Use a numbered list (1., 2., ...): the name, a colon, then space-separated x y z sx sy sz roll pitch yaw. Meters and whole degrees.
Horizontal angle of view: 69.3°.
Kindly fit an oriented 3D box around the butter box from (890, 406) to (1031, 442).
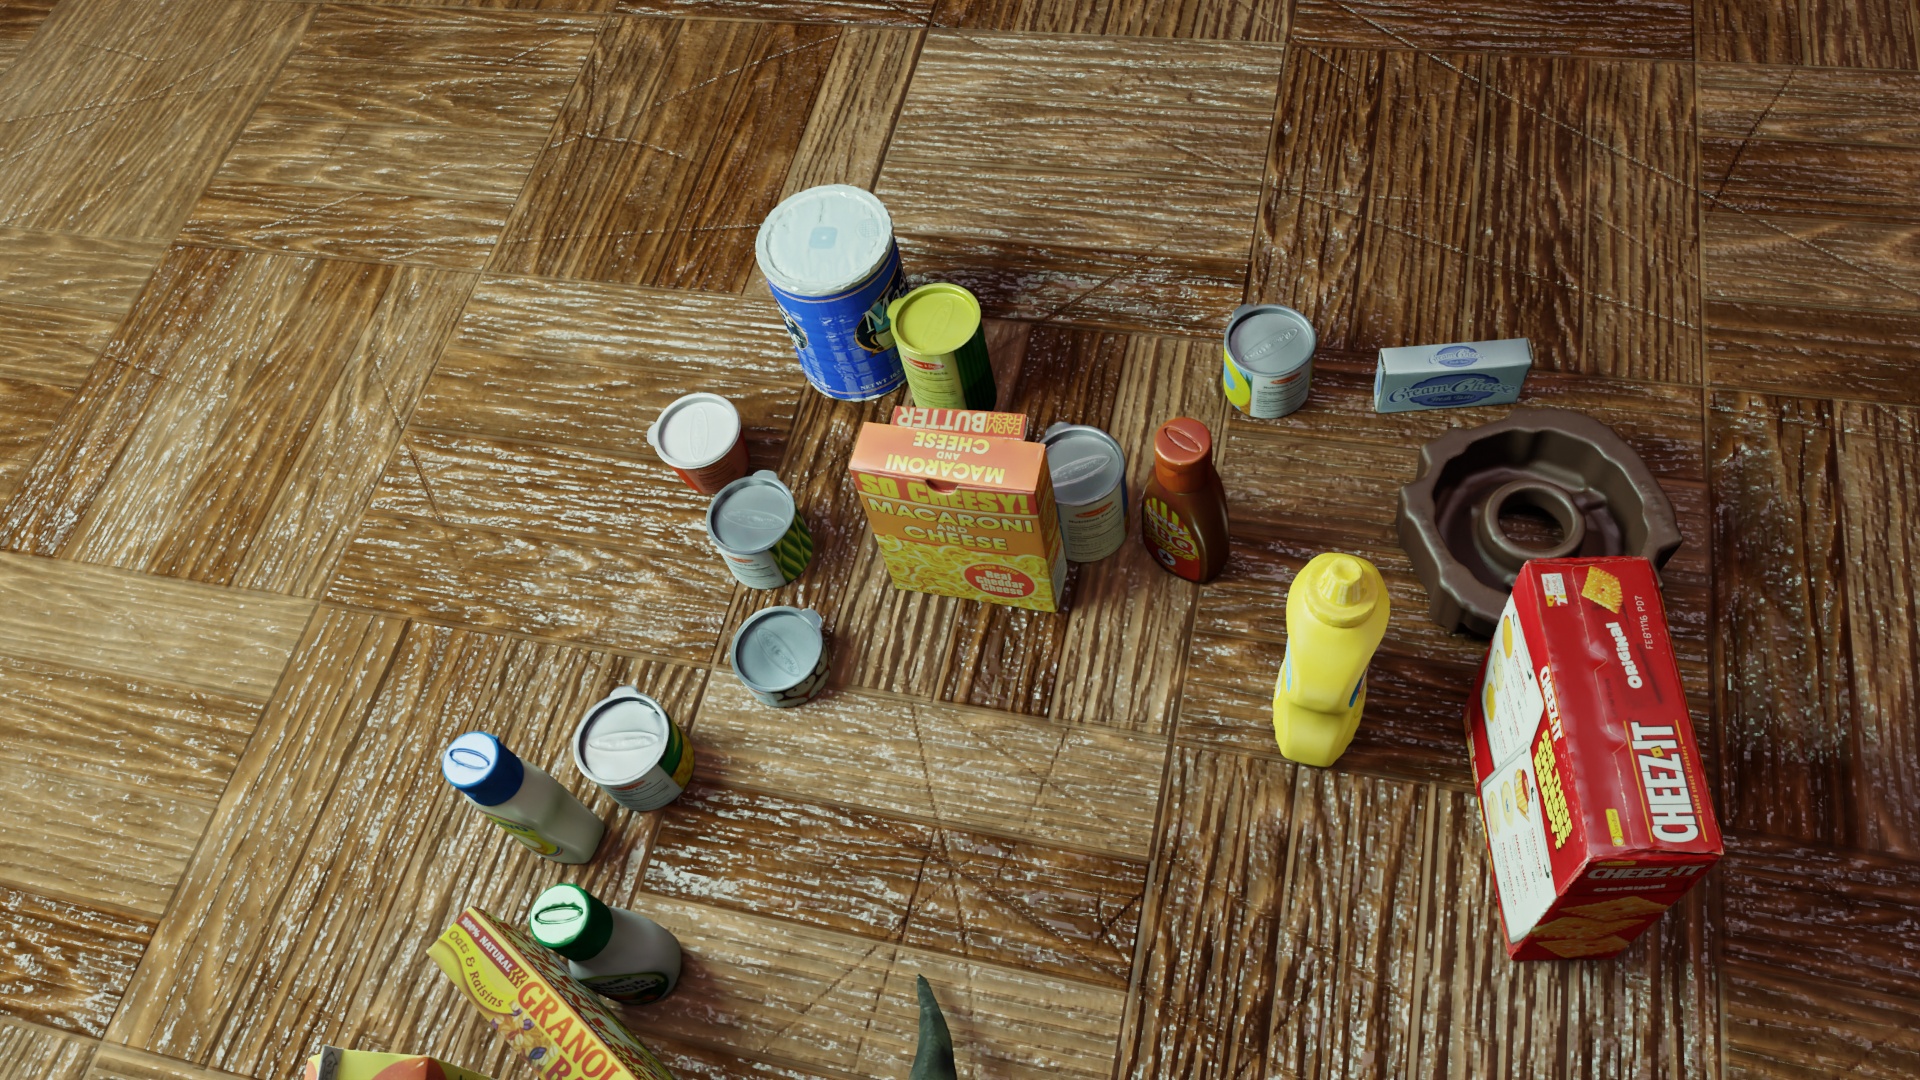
1. butter box: 0.002 -0.075 1.042 0.103 0.053 0.024 5 62 12

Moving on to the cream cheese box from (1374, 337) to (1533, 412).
1. cream cheese box: 0.356 -0.119 1.009 0.104 0.053 0.024 -3 60 8

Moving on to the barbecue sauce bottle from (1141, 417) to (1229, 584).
1. barbecue sauce bottle: 0.151 -0.028 0.936 0.065 0.148 0.044 38 73 26

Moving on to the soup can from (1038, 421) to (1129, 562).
1. soup can: 0.085 -0.034 0.988 0.071 0.083 0.071 -4 60 7

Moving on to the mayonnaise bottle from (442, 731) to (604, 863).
1. mayonnaise bottle: -0.284 0.167 0.896 0.065 0.147 0.041 13 64 16

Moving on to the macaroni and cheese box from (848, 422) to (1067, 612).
1. macaroni and cheese box: 0.003 -0.012 0.940 0.124 0.165 0.040 8 62 14

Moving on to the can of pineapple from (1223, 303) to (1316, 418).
1. can of pineapple: 0.229 -0.135 1.036 0.071 0.057 0.071 -4 60 7

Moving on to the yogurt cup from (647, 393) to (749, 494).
1. yogurt cup: -0.196 -0.072 1.073 0.072 0.053 0.073 -4 60 7

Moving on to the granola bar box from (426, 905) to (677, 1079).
1. granola bar box: -0.228 0.296 0.826 0.166 0.123 0.039 35 72 25

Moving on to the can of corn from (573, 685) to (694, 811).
1. can of corn: -0.222 0.143 0.951 0.071 0.058 0.071 -4 60 7

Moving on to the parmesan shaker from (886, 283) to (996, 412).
1. parmesan shaker: -0.013 -0.137 1.052 0.071 0.102 0.071 -4 60 7

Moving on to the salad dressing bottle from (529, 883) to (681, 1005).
1. salad dressing bottle: -0.214 0.244 0.840 0.064 0.147 0.044 -7 60 5

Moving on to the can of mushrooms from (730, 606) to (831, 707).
1. can of mushrooms: -0.124 0.081 0.985 0.071 0.033 0.071 -4 60 7

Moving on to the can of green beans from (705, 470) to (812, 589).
1. can of green beans: -0.147 -0.005 1.024 0.071 0.057 0.071 -4 60 7

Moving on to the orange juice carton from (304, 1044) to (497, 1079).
1. orange juice carton: -0.312 0.335 0.778 0.073 0.191 0.072 -4 60 7
